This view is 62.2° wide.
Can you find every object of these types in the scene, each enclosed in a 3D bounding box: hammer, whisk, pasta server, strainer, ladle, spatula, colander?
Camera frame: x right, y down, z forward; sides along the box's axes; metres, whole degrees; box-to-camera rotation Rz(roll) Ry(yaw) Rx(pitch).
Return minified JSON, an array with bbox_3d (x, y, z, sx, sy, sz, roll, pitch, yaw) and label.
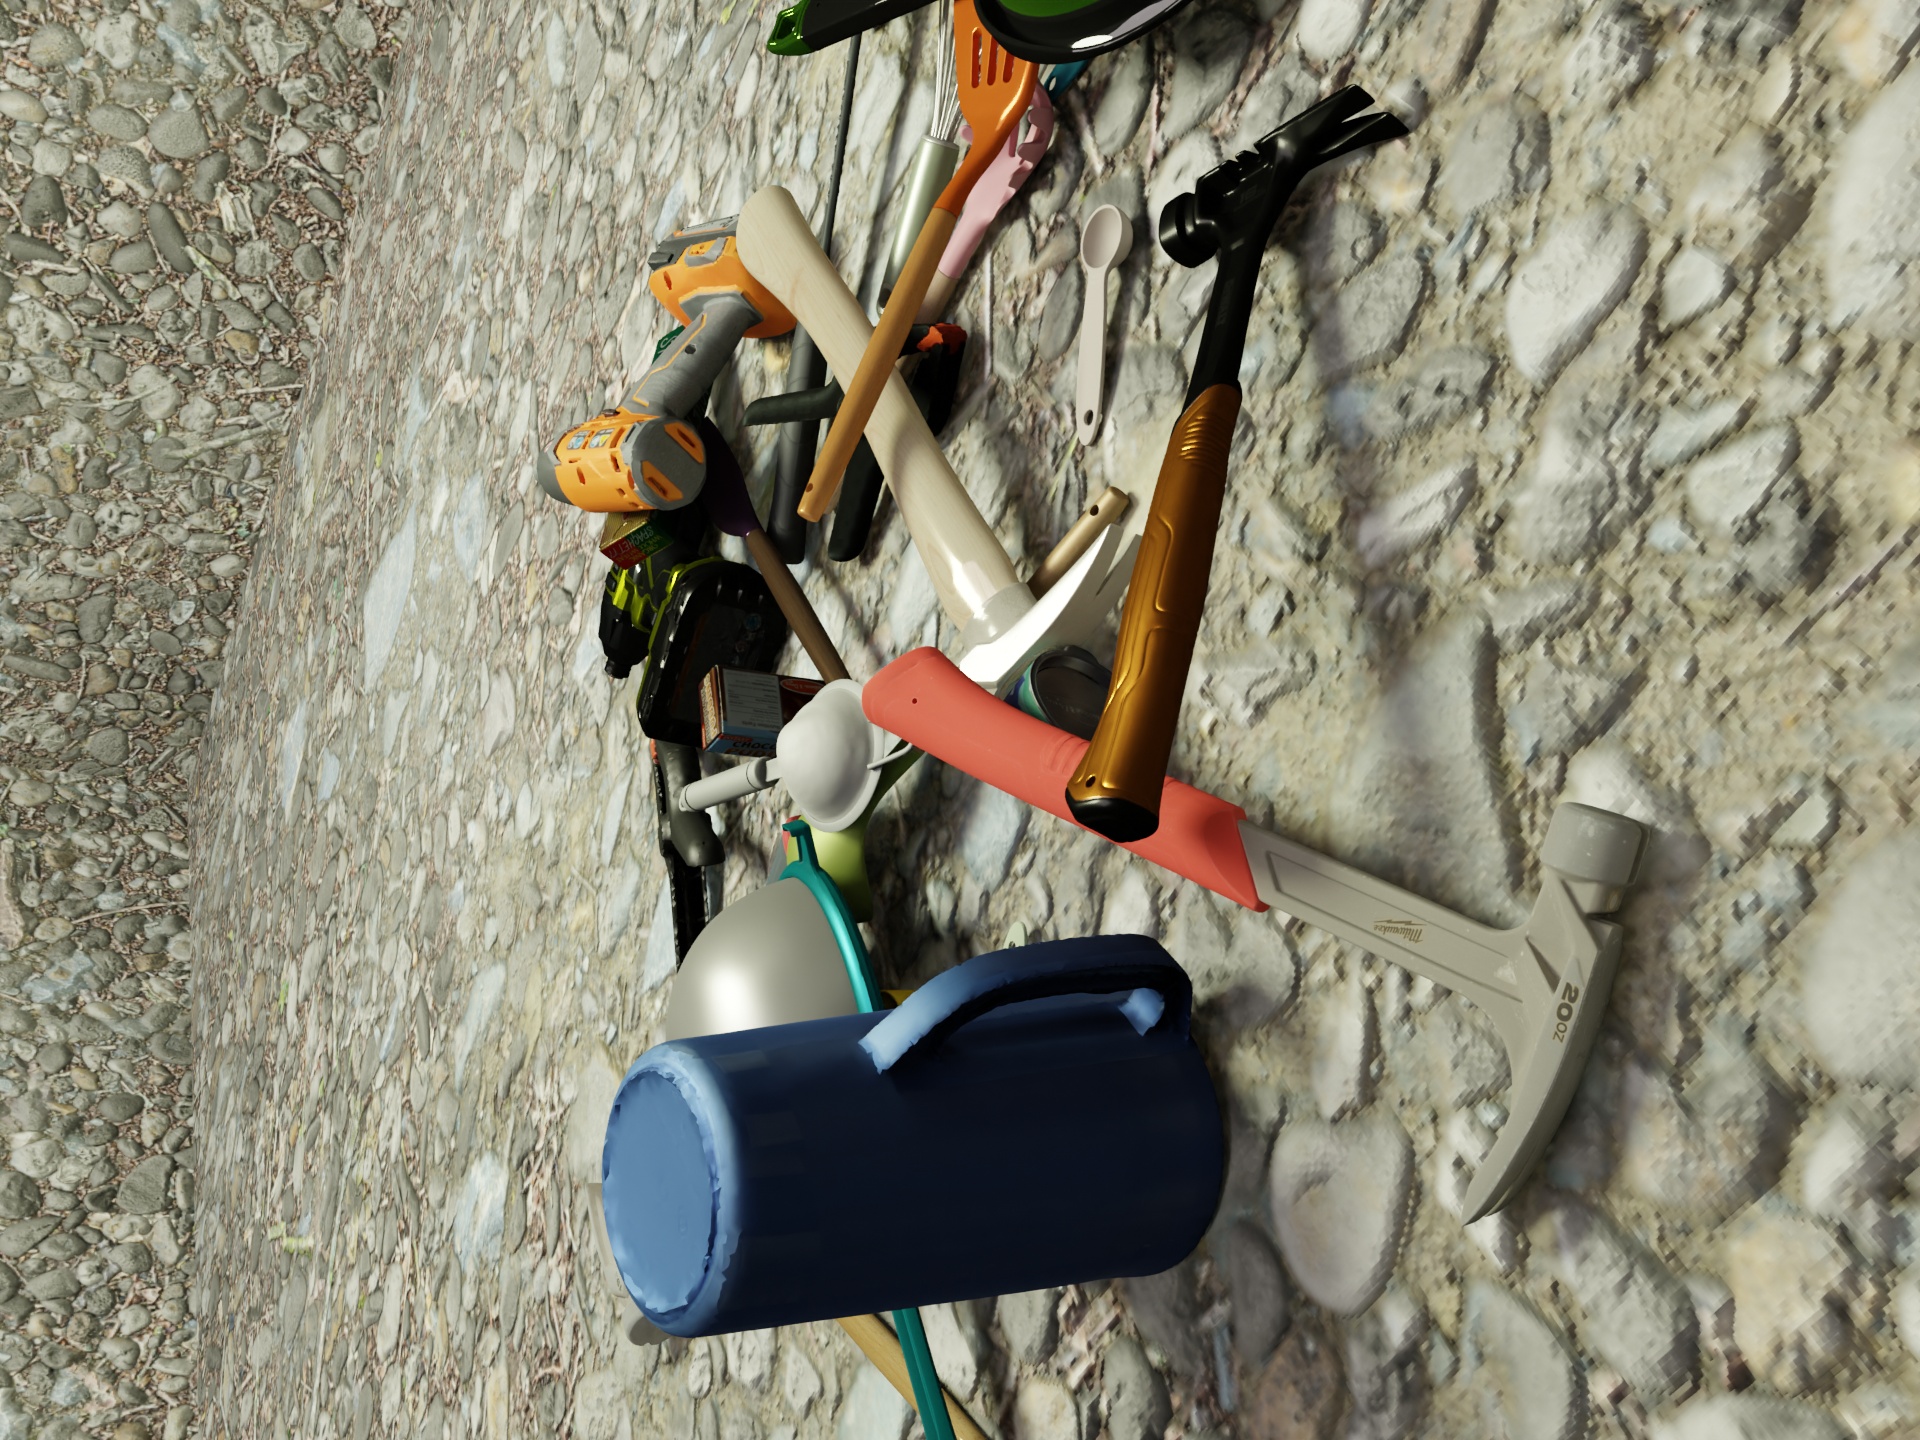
[{"bbox_3d":[-0.170,0.225,1.067,0.143,0.038,0.386,50,123,51],"label":"hammer"},{"bbox_3d":[-0.009,-0.360,0.970,0.058,0.059,0.246,35,117,36],"label":"whisk"},{"bbox_3d":[-0.025,-0.252,0.971,0.060,0.040,0.316,55,129,29],"label":"pasta server"},{"bbox_3d":[0.086,0.052,0.652,0.359,0.036,0.149,24,101,41],"label":"hammer"},{"bbox_3d":[-0.114,0.031,0.939,0.258,0.050,0.087,-19,67,55],"label":"strainer"},{"bbox_3d":[-0.089,-0.307,1.058,0.149,0.036,0.409,-148,66,-78],"label":"hammer"},{"bbox_3d":[-0.037,-0.182,0.891,0.146,0.038,0.411,-46,52,26],"label":"hammer"},{"bbox_3d":[-0.087,0.236,0.821,0.210,0.095,0.341,107,149,-50],"label":"strainer"},{"bbox_3d":[-0.059,0.332,0.884,0.316,0.031,0.069,22,100,55],"label":"ladle"},{"bbox_3d":[-0.001,-0.003,0.879,0.320,0.062,0.078,-50,46,28],"label":"ladle"},{"bbox_3d":[-0.126,-0.104,1.040,0.316,0.018,0.059,56,138,44],"label":"spatula"},{"bbox_3d":[-0.024,-0.258,0.861,0.081,0.041,0.323,15,78,46],"label":"spatula"},{"bbox_3d":[0.007,-0.435,0.827,0.397,0.094,0.204,1,69,44],"label":"colander"},{"bbox_3d":[0.104,-0.109,0.660,0.127,0.034,0.337,-18,51,53],"label":"hammer"}]

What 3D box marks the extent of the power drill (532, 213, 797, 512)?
[{"bbox_3d":[-0.210,-0.243,1.118,0.164,0.084,0.226,5,61,44],"label":"power drill"}]

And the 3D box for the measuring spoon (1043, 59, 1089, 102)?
[{"bbox_3d":[0.074,-0.389,0.869,0.128,0.021,0.042,-44,47,41],"label":"measuring spoon"}]

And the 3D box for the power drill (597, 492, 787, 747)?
[{"bbox_3d":[-0.211,-0.076,1.176,0.223,0.080,0.171,48,120,55],"label":"power drill"}]

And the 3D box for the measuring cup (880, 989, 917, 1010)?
[{"bbox_3d":[-0.042,0.215,0.896,0.062,0.029,0.156,-121,38,-46],"label":"measuring cup"}]

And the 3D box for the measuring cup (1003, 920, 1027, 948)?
[{"bbox_3d":[0.001,0.182,0.817,0.083,0.038,0.167,26,105,56],"label":"measuring cup"}]

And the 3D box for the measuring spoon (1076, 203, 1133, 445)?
[{"bbox_3d":[0.076,-0.206,0.833,0.034,0.018,0.124,12,99,57],"label":"measuring spoon"}]
